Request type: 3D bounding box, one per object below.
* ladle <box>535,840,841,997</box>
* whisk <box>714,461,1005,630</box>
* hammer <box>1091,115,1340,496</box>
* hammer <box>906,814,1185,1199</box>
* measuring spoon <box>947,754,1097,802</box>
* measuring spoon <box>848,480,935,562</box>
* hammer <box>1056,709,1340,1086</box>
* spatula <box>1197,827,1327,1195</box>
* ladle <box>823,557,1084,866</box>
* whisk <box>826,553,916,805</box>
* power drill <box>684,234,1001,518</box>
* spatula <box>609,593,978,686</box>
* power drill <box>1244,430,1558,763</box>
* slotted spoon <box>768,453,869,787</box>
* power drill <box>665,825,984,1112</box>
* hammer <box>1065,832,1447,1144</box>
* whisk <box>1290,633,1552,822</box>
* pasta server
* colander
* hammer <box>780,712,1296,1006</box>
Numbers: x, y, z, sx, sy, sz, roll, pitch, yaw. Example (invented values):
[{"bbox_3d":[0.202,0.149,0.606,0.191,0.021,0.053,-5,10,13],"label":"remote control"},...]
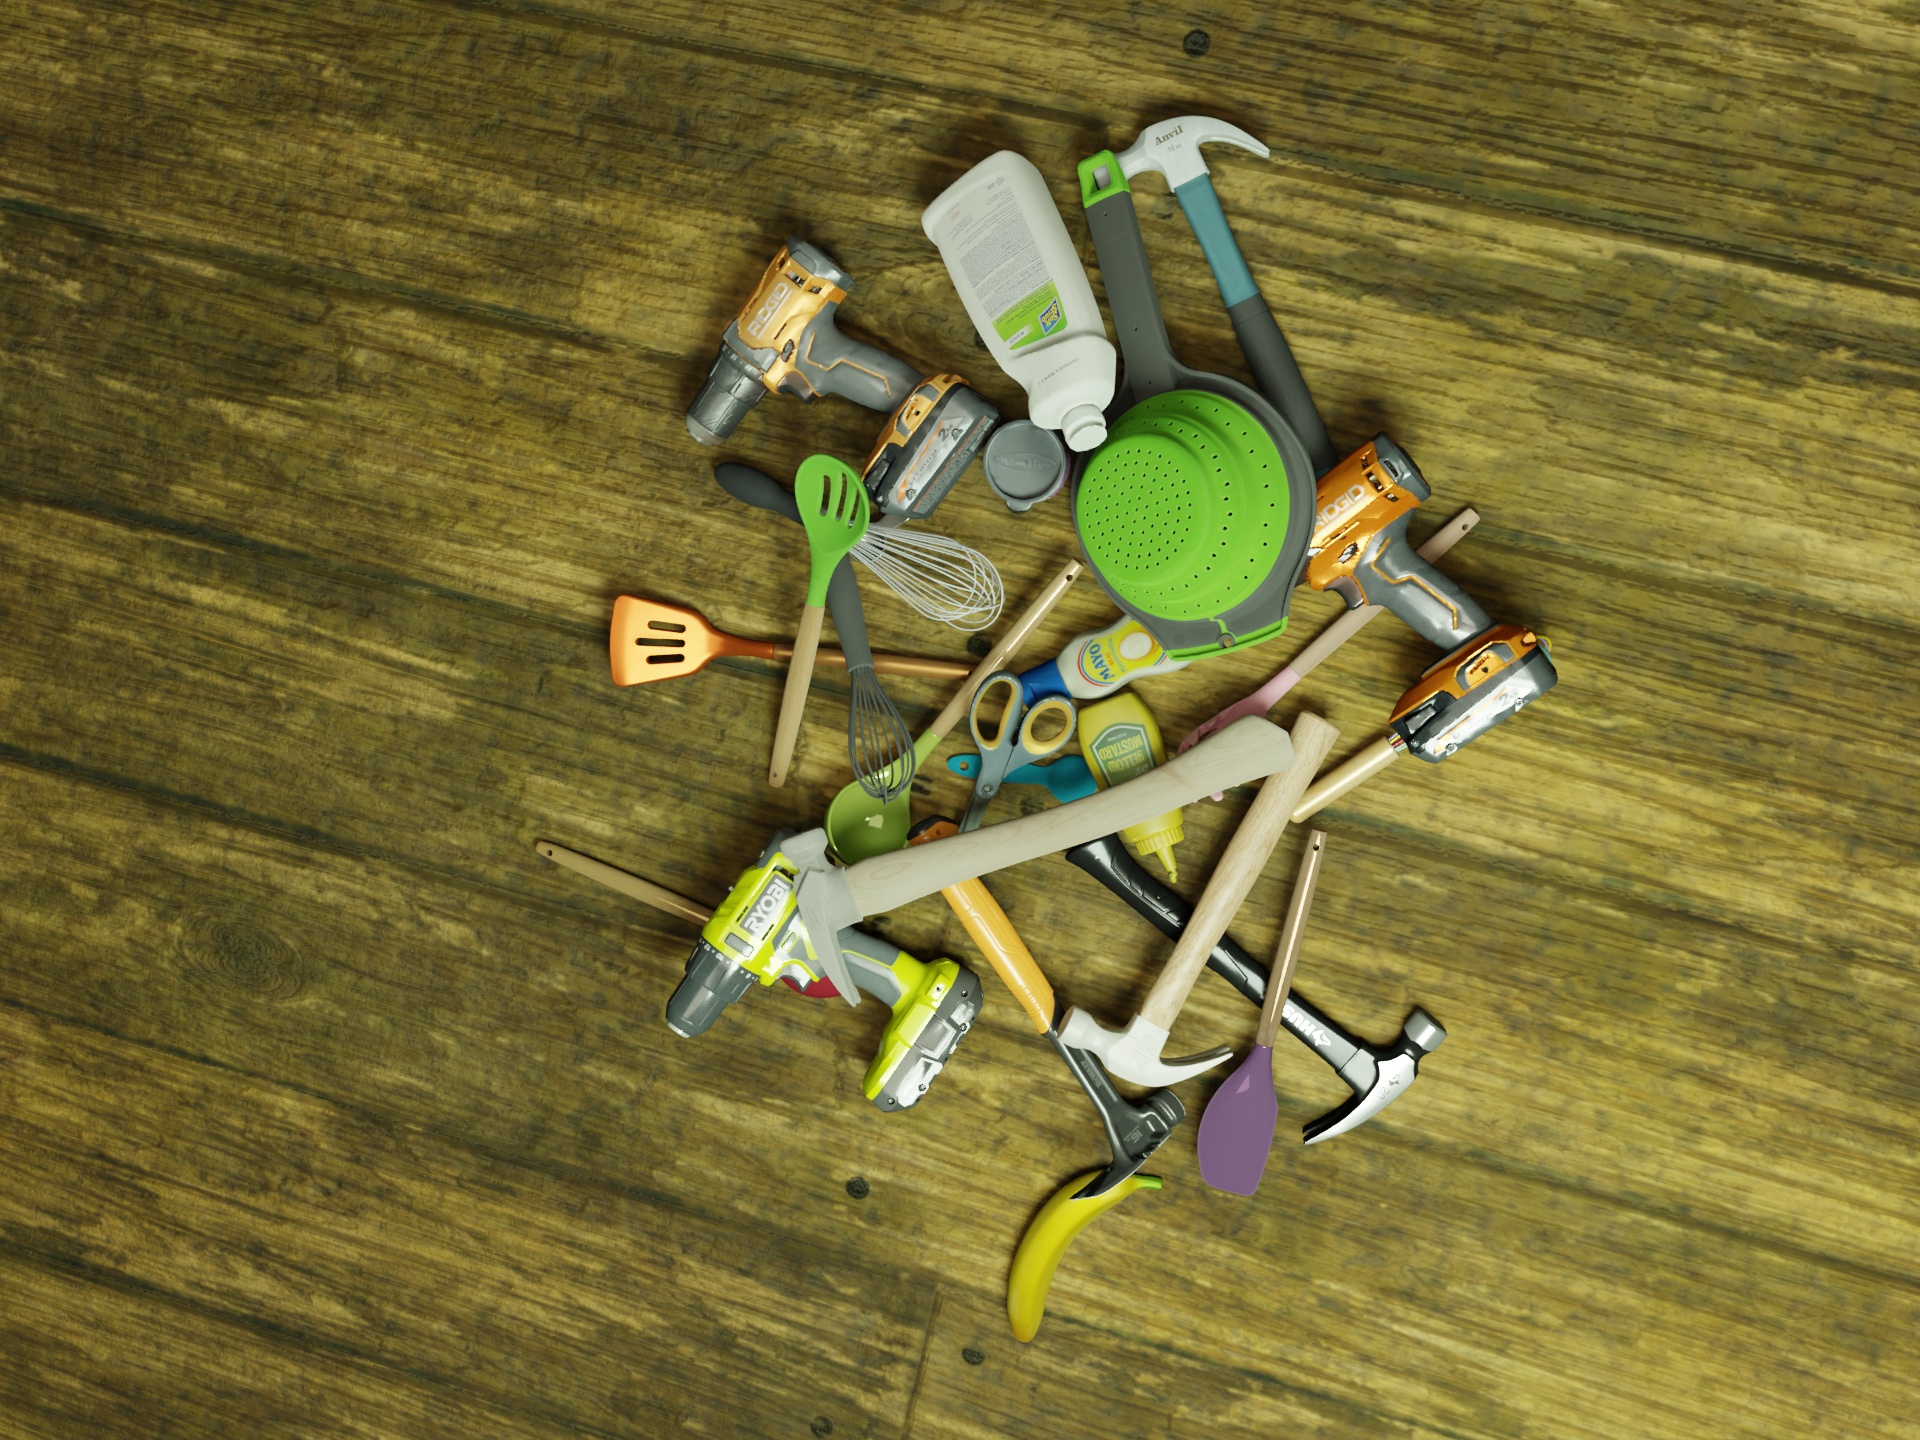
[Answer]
[{"bbox_3d":[-0.233,0.168,1.403,0.315,0.031,0.069,21,99,8],"label":"ladle"},{"bbox_3d":[-0.087,-0.150,1.300,0.285,0.070,0.070,27,102,20],"label":"whisk"},{"bbox_3d":[0.226,-0.315,1.247,0.128,0.033,0.331,-24,93,14],"label":"hammer"},{"bbox_3d":[0.054,0.228,1.315,0.337,0.127,0.034,57,144,-1],"label":"hammer"},{"bbox_3d":[0.051,0.046,1.335,0.128,0.021,0.042,7,99,8],"label":"measuring spoon"},{"bbox_3d":[-0.043,-0.176,1.327,0.124,0.018,0.034,-39,78,6],"label":"measuring spoon"},{"bbox_3d":[0.212,0.145,1.278,0.130,0.031,0.331,29,95,-2],"label":"hammer"},{"bbox_3d":[0.251,0.238,1.294,0.060,0.018,0.316,14,100,8],"label":"spatula"},{"bbox_3d":[-0.002,-0.004,1.309,0.078,0.062,0.320,33,107,-22],"label":"ladle"},{"bbox_3d":[-0.083,-0.044,1.302,0.055,0.055,0.239,-19,72,12],"label":"whisk"},{"bbox_3d":[-0.105,-0.254,1.288,0.226,0.084,0.185,41,103,10],"label":"power drill"},{"bbox_3d":[-0.136,-0.054,1.345,0.322,0.041,0.081,6,100,8],"label":"spatula"},{"bbox_3d":[0.323,-0.082,1.205,0.164,0.084,0.226,-37,83,21],"label":"power drill"},{"bbox_3d":[-0.125,-0.075,1.301,0.070,0.031,0.313,27,122,19],"label":"slotted spoon"},{"bbox_3d":[-0.115,0.225,1.332,0.228,0.080,0.190,35,84,-3],"label":"power drill"},{"bbox_3d":[0.225,0.209,1.321,0.335,0.035,0.146,38,102,3],"label":"hammer"},{"bbox_3d":[0.365,0.010,1.267,0.245,0.047,0.051,-37,79,17],"label":"whisk"},{"bbox_3d":[0.291,-0.054,1.270,0.316,0.040,0.060,-43,117,11],"label":"pasta server"},{"bbox_3d":[0.134,-0.239,1.195,0.204,0.094,0.397,-15,89,36],"label":"colander"},{"bbox_3d":[0.069,0.097,1.262,0.410,0.038,0.146,-20,88,7],"label":"hammer"}]
